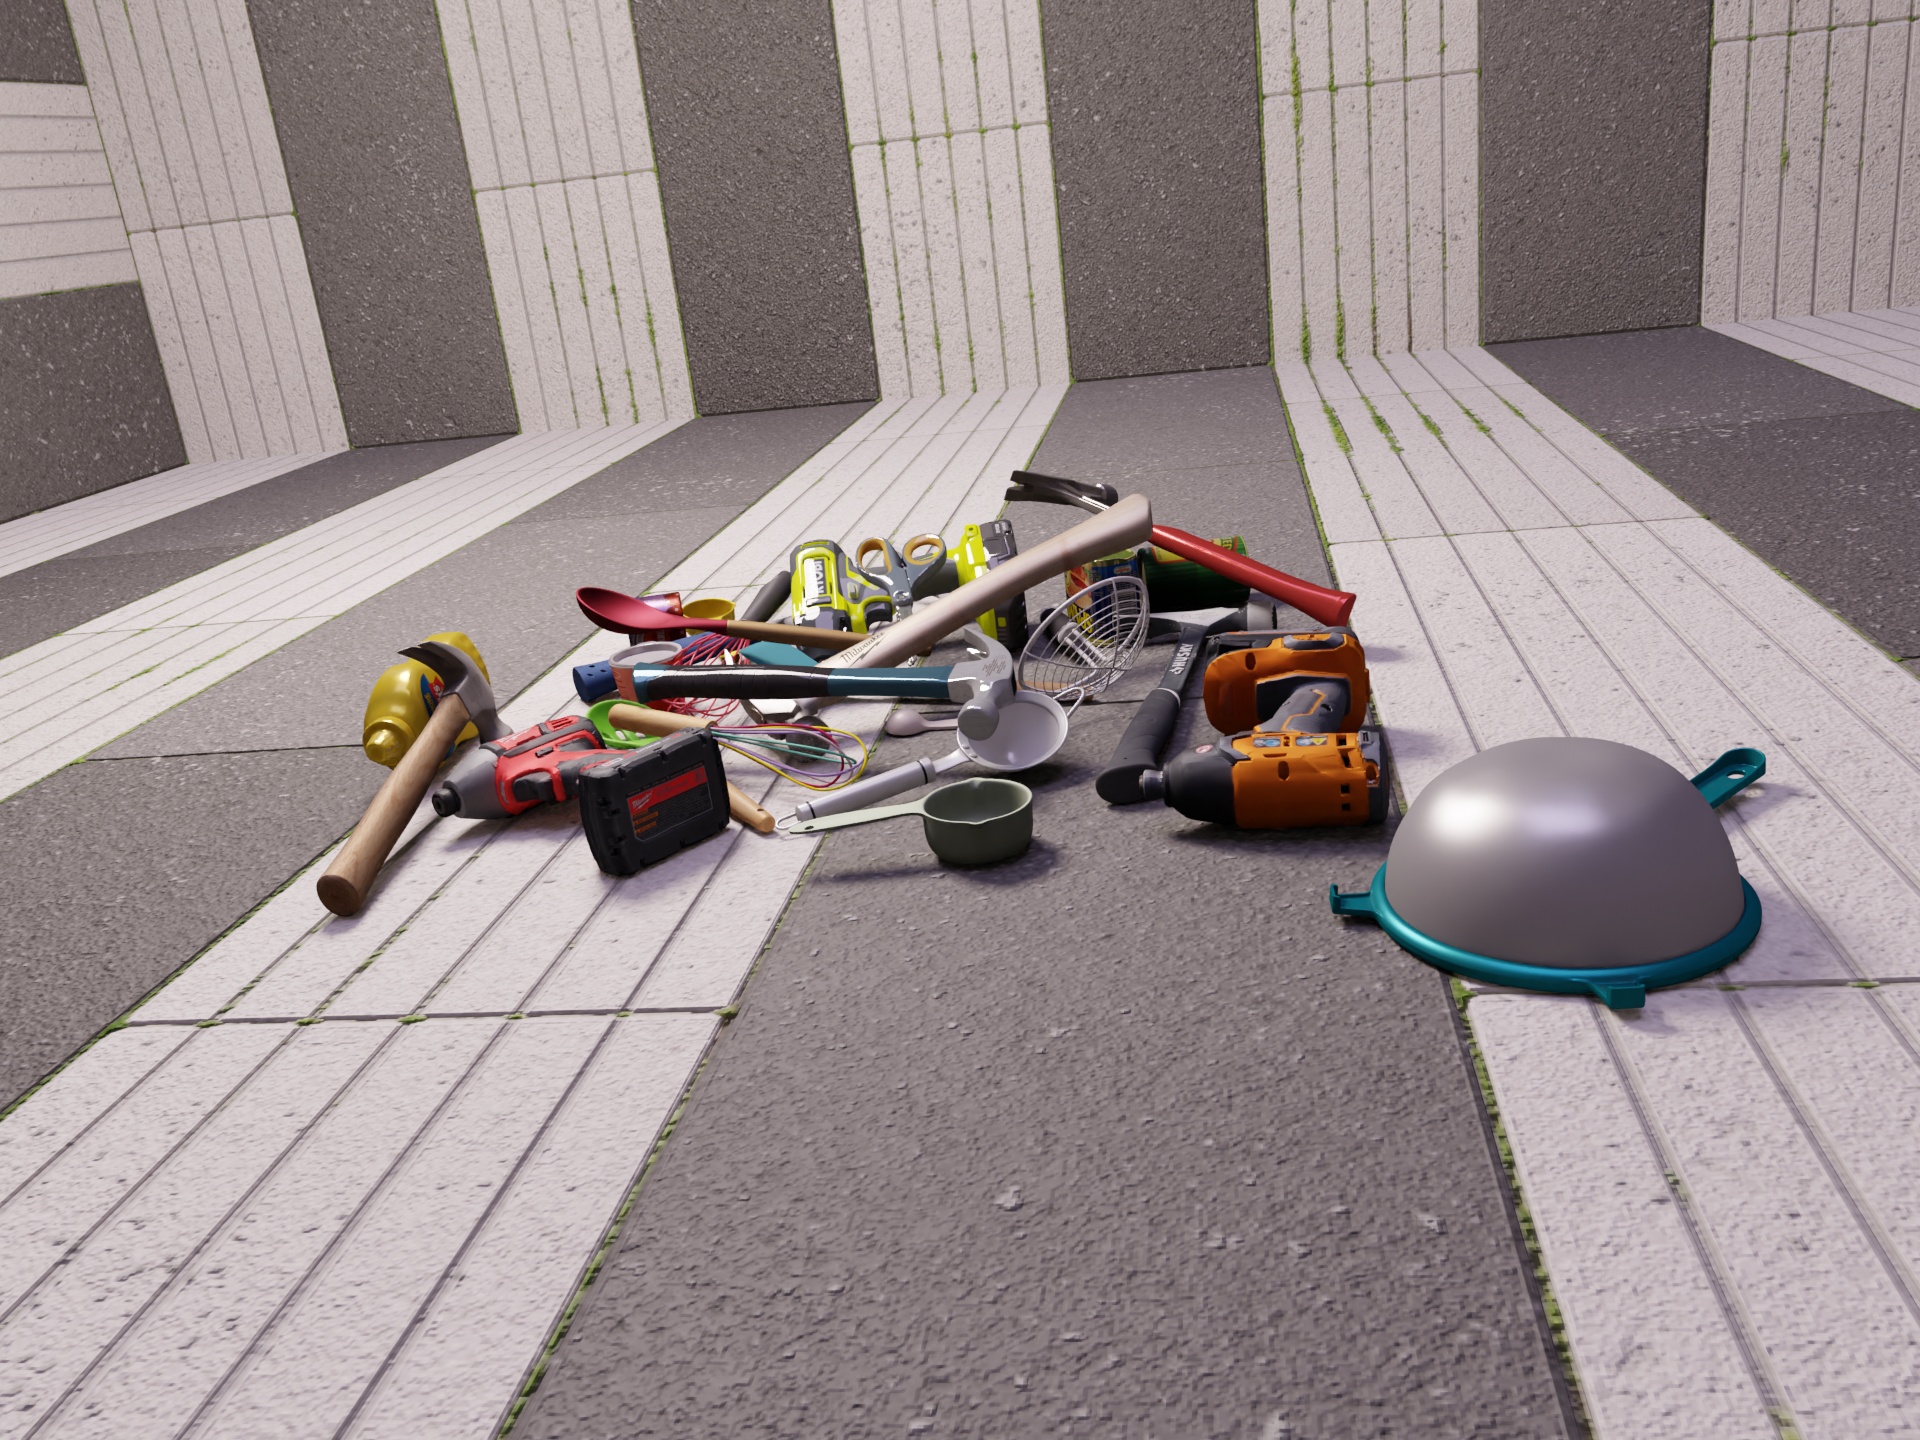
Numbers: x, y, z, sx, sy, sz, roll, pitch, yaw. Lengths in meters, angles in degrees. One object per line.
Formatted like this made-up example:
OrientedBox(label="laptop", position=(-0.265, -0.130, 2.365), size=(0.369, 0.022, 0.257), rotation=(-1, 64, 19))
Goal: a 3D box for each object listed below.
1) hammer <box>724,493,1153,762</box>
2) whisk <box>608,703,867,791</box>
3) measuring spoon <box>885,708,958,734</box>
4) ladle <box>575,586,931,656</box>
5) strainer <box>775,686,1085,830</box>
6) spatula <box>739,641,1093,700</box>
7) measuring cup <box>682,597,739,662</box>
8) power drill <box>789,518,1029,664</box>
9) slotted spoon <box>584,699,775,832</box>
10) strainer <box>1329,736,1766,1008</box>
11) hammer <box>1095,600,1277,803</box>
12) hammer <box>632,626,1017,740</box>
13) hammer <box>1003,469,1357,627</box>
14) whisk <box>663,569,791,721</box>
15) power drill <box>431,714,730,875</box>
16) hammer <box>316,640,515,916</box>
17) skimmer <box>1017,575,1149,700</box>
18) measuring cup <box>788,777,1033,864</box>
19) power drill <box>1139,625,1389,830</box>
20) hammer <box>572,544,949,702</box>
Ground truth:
OrientedBox(label="hammer", position=(-0.006, -0.103, 1.388), size=(0.410, 0.038, 0.146), rotation=(-30, 44, -20))
OrientedBox(label="whisk", position=(-0.180, 0.017, 1.251), size=(0.245, 0.047, 0.051), rotation=(10, 2, 27))
OrientedBox(label="measuring spoon", position=(-0.002, -0.004, 1.330), size=(0.124, 0.018, 0.034), rotation=(-5, 19, 4))
OrientedBox(label="ladle", position=(-0.181, -0.080, 1.408), size=(0.315, 0.031, 0.069), rotation=(6, 25, -10))
OrientedBox(label="strainer", position=(-0.019, 0.036, 1.191), size=(0.258, 0.050, 0.087), rotation=(-20, 43, -19))
OrientedBox(label="spatula", position=(-0.037, -0.040, 1.401), size=(0.317, 0.044, 0.082), rotation=(3, 11, 19))
OrientedBox(label="measuring cup", position=(-0.251, -0.084, 1.649), size=(0.062, 0.029, 0.157), rotation=(-11, 31, -15))
OrientedBox(label="power drill", position=(-0.051, -0.113, 1.534), size=(0.223, 0.080, 0.171), rotation=(-9, 47, 0))
OrientedBox(label="slotted spoon", position=(-0.224, 0.036, 1.277), size=(0.070, 0.031, 0.314), rotation=(-9, 19, -32))
OrientedBox(label="strainer", position=(0.390, 0.045, 0.942), size=(0.340, 0.095, 0.211), rotation=(-22, 24, -35))
OrientedBox(label="hammer", position=(0.166, -0.025, 1.309), size=(0.149, 0.036, 0.409), rotation=(-2, 20, 18))
OrientedBox(label="hammer", position=(-0.114, -0.030, 1.264), size=(0.331, 0.033, 0.128), rotation=(1, 31, 19))
OrientedBox(label="hammer", position=(0.209, -0.162, 1.482), size=(0.149, 0.036, 0.359), rotation=(-1, 24, -46))
OrientedBox(label="whisk", position=(-0.208, -0.076, 1.492), size=(0.073, 0.073, 0.296), rotation=(-1, 27, 15))
OrientedBox(label="power drill", position=(-0.289, 0.049, 1.194), size=(0.220, 0.078, 0.143), rotation=(7, 23, 42))
OrientedBox(label="hammer", position=(-0.425, 0.042, 1.232), size=(0.031, 0.130, 0.332), rotation=(-19, 26, 10))
OrientedBox(label="skimmer", position=(0.088, -0.089, 1.390), size=(0.127, 0.090, 0.363), rotation=(-41, 12, 3))
OrientedBox(label="measuring cup", position=(-0.032, 0.077, 1.084), size=(0.167, 0.038, 0.083), rotation=(-8, 19, 2))
OrientedBox(label="power drill", position=(0.217, 0.007, 1.136), size=(0.164, 0.084, 0.227), rotation=(-3, 23, 13))
OrientedBox(label="hammer", position=(-0.193, -0.095, 1.602), size=(0.405, 0.035, 0.144), rotation=(-19, 37, -26))
